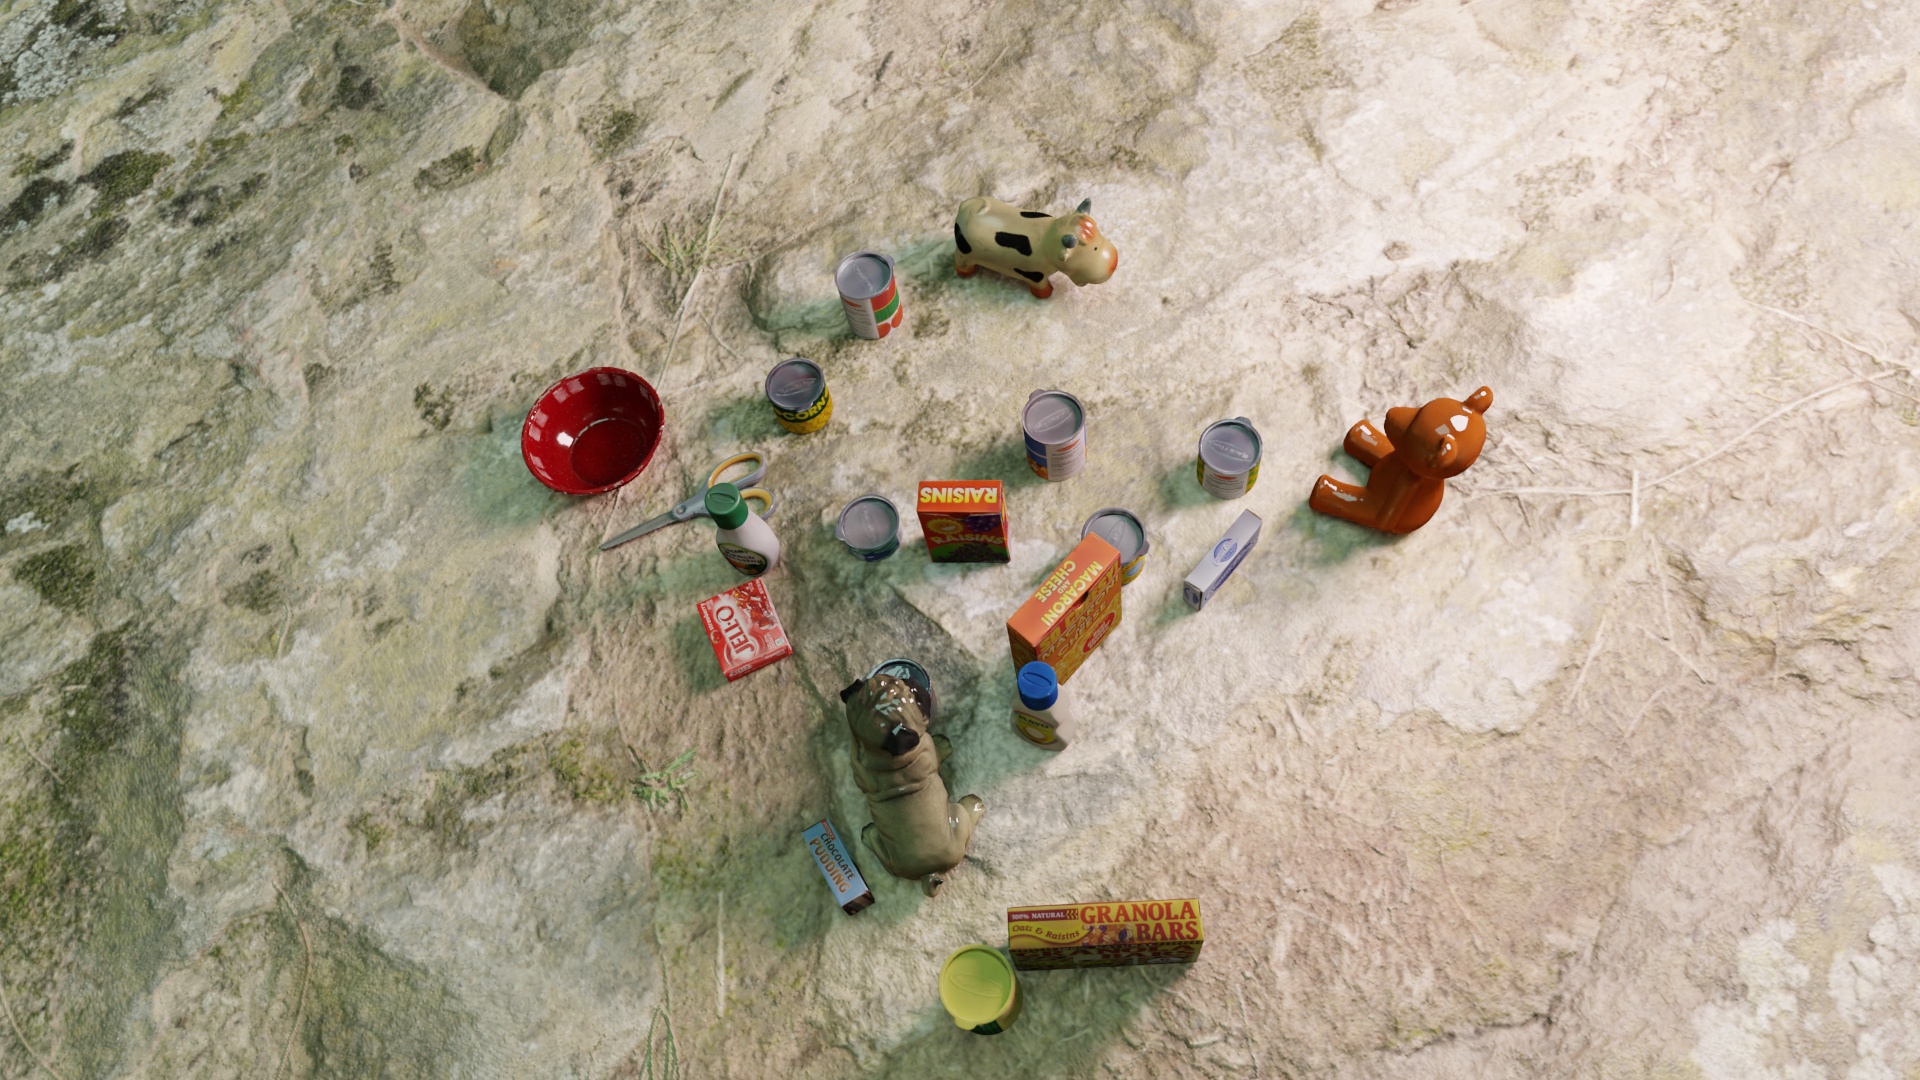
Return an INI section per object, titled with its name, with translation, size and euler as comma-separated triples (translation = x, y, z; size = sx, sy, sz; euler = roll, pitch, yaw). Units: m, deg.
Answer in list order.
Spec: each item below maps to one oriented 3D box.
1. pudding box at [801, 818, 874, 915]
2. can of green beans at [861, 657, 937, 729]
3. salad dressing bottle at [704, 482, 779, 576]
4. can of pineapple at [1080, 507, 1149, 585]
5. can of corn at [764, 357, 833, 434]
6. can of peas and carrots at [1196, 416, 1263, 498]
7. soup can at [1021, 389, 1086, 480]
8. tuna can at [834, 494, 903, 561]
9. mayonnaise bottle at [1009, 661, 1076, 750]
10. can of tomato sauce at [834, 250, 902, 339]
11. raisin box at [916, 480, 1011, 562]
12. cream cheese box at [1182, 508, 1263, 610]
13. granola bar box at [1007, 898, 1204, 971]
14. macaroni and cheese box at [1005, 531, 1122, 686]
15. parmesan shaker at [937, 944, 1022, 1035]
[pudding box]
translation = -0.115, 0.309, 1.316
size = 0.030, 0.049, 0.084
euler = -30, 65, -8
[can of green beans]
translation = -0.058, 0.157, 1.379
size = 0.071, 0.057, 0.071
euler = -2, 64, 5
[salad dressing bottle]
translation = -0.227, -0.011, 1.428
size = 0.064, 0.147, 0.044
euler = 13, 67, 12
[can of pineapple]
translation = 0.159, 0.009, 1.426
size = 0.071, 0.057, 0.071
euler = -2, 64, 5
[can of corn]
translation = -0.178, -0.158, 1.543
size = 0.071, 0.058, 0.071
euler = -2, 64, 5
[can of peas and carrots]
translation = 0.283, -0.087, 1.458
size = 0.071, 0.058, 0.071
euler = -2, 64, 5
[soup can]
translation = 0.099, -0.113, 1.476
size = 0.071, 0.083, 0.071
euler = -2, 65, 5
[tuna can]
translation = -0.097, -0.012, 1.478
size = 0.071, 0.032, 0.071
euler = -2, 64, 5
[mayonnaise bottle]
translation = 0.075, 0.156, 1.314
size = 0.065, 0.147, 0.041
euler = 19, 69, 15
[can of tomato sauce]
translation = -0.102, -0.279, 1.579
size = 0.071, 0.082, 0.071
euler = -2, 65, 5
[raisin box]
translation = 0.005, -0.018, 1.419
size = 0.086, 0.123, 0.040
euler = 1, 65, 7
[cream cheese box]
translation = 0.266, 0.020, 1.411
size = 0.024, 0.053, 0.104
euler = 37, 74, 21
[granola bar box]
translation = 0.127, 0.349, 1.229
size = 0.165, 0.123, 0.039
euler = -4, 65, 4
[macaroni and cheese box]
translation = 0.104, 0.078, 1.338
size = 0.040, 0.165, 0.124
euler = 38, 74, 21
[parmesan shaker]
translation = 0.018, 0.401, 1.228
size = 0.071, 0.102, 0.071
euler = -2, 65, 5
